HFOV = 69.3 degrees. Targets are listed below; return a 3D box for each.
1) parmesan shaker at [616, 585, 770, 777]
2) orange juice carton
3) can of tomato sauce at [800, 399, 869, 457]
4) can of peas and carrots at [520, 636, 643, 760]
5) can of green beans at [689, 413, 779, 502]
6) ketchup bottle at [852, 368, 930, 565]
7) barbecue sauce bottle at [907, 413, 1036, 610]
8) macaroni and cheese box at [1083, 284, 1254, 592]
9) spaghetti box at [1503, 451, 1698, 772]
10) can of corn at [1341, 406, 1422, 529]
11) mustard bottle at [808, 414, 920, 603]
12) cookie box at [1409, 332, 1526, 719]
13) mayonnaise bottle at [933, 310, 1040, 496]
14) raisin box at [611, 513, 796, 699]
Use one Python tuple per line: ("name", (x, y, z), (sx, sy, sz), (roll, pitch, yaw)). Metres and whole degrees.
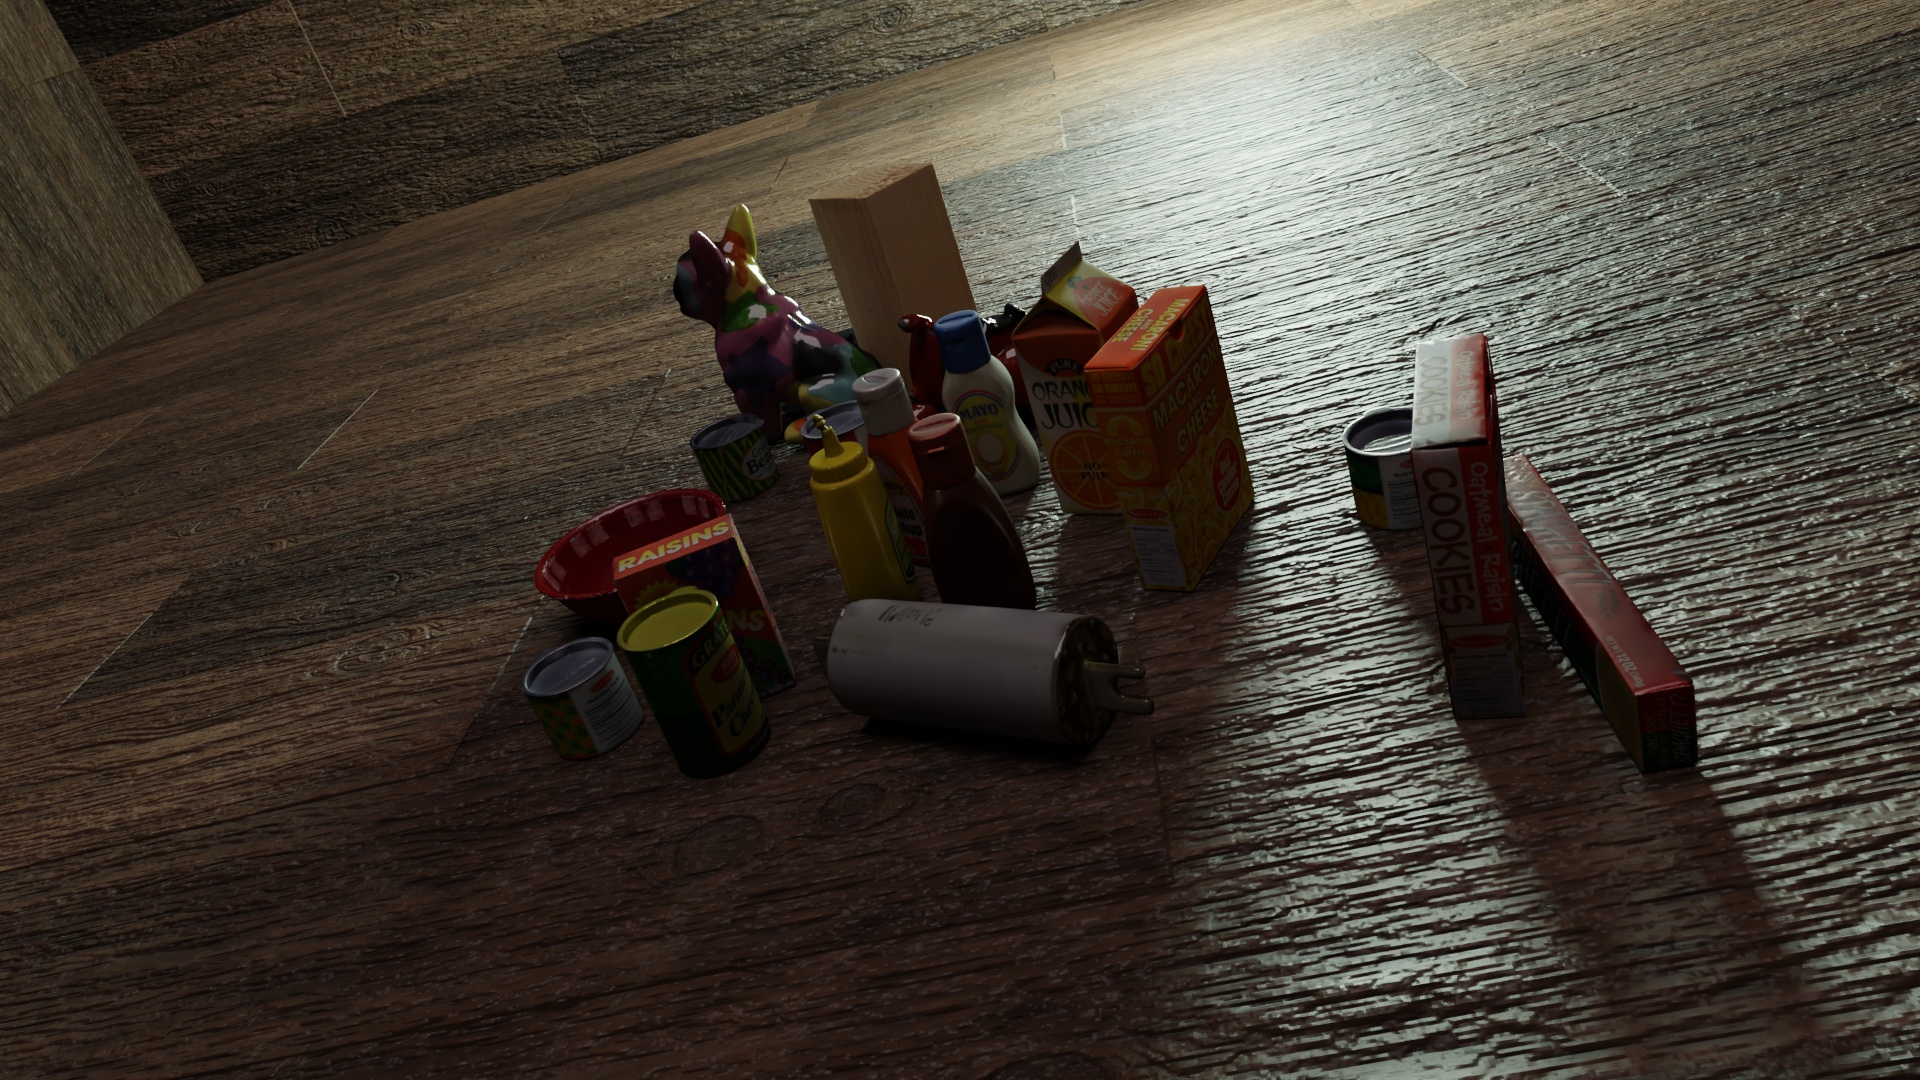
("parmesan shaker", (-0.168, 0.090, 0.892), (0.071, 0.102, 0.071), (-14, 28, 8))
("orange juice carton", (0.096, -0.118, 1.015), (0.073, 0.191, 0.072), (0, 33, 32))
("can of tomato sauce", (-0.089, -0.065, 1.149), (0.071, 0.082, 0.071), (-14, 28, 8))
("can of peas and carrots", (-0.263, 0.109, 0.963), (0.071, 0.058, 0.071), (-14, 28, 8))
("can of green beans", (-0.205, -0.075, 1.264), (0.071, 0.057, 0.071), (-14, 28, 8))
("ketchup bottle", (-0.040, -0.054, 1.028), (0.044, 0.148, 0.065), (-34, 31, -28))
("barbecue sauce bottle", (0.003, -0.012, 0.925), (0.065, 0.148, 0.044), (-14, 28, 10))
("macaroni and cheese box", (0.144, -0.069, 0.925), (0.040, 0.165, 0.124), (2, 34, 34))
("spaghetti box", (0.335, 0.028, 0.758), (0.028, 0.050, 0.251), (-14, 28, 9))
("can of corn", (0.289, -0.049, 0.917), (0.071, 0.058, 0.071), (-14, 28, 8))
("mustard bottle", (-0.071, -0.016, 0.967), (0.049, 0.159, 0.065), (-15, 27, 7))
("cookie box", (0.271, -0.009, 0.738), (0.040, 0.166, 0.123), (-6, 30, 23))
("mayonnaise bottle", (0.016, -0.106, 1.090), (0.065, 0.147, 0.041), (-11, 28, 14))
("raisin box", (-0.171, 0.055, 0.937), (0.086, 0.123, 0.040), (-21, 27, -4))
